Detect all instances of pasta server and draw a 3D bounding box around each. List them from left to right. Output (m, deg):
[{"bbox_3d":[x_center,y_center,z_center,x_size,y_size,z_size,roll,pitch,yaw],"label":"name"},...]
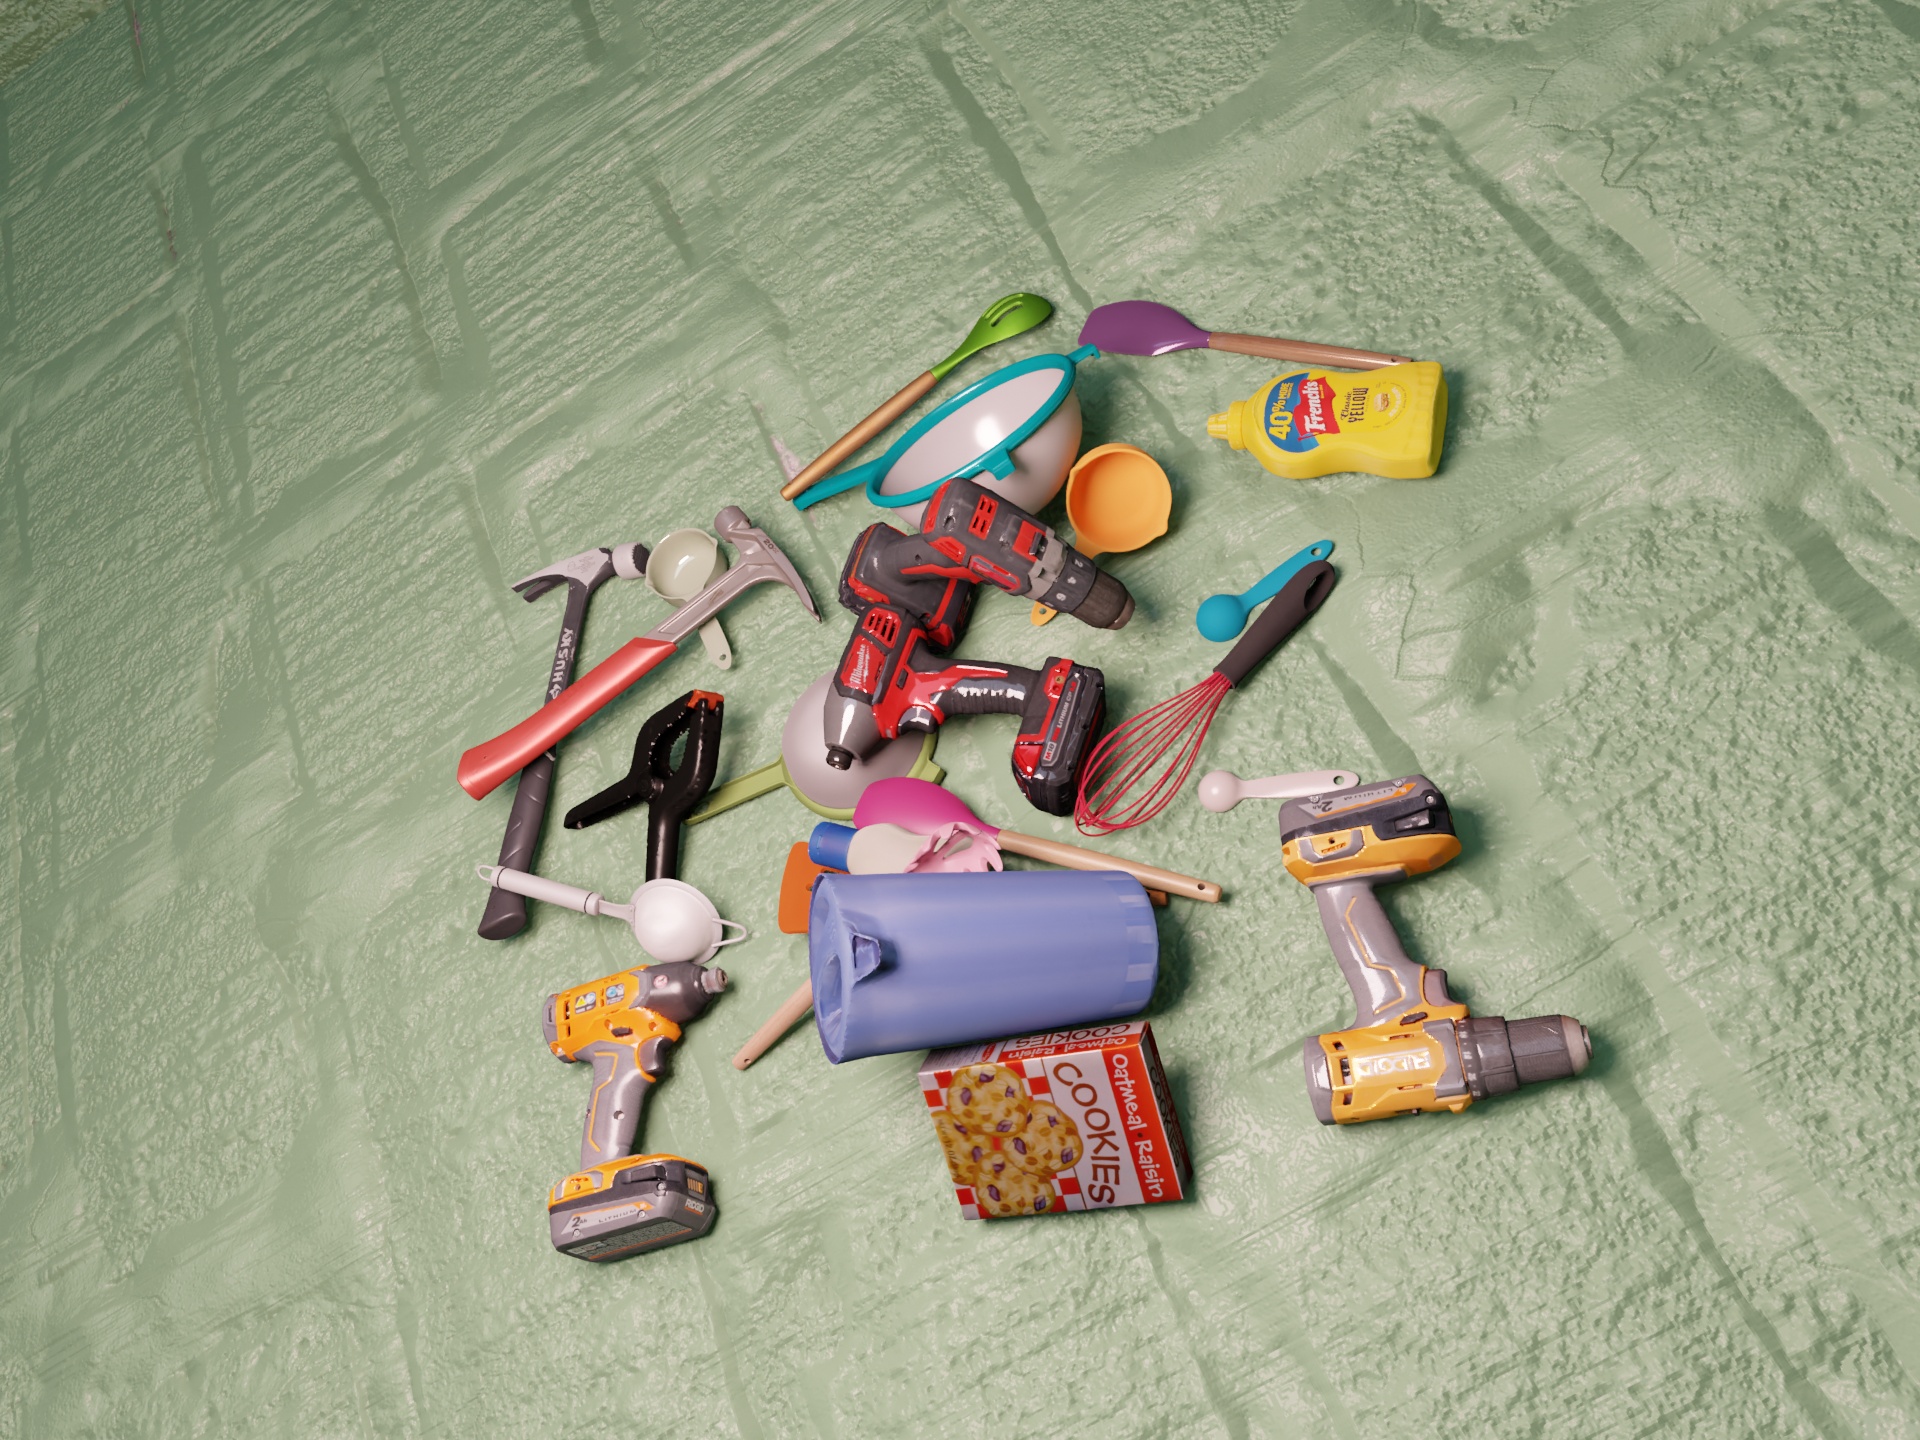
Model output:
[{"bbox_3d":[-0.082,0.182,1.242,0.316,0.060,0.040,-46,26,22],"label":"pasta server"}]

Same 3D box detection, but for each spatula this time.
[{"bbox_3d":[0.007,0.139,1.273,0.322,0.041,0.081,-2,64,23],"label":"spatula"},{"bbox_3d":[0.246,-0.335,1.404,0.316,0.018,0.060,17,73,31],"label":"spatula"}]

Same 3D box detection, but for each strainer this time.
[{"bbox_3d":[-0.309,0.163,1.371,0.258,0.050,0.086,13,116,18],"label":"strainer"},{"bbox_3d":[-0.147,0.026,1.382,0.256,0.069,0.152,-24,58,11],"label":"strainer"},{"bbox_3d":[-0.017,-0.211,1.430,0.340,0.095,0.211,-12,33,43],"label":"strainer"}]

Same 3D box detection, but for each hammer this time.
[{"bbox_3d":[-0.397,0.013,1.510,0.149,0.036,0.409,-8,59,24],"label":"hammer"},{"bbox_3d":[-0.304,-0.042,1.459,0.359,0.036,0.149,-38,66,-4],"label":"hammer"}]

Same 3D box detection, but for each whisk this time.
[{"bbox_3d":[0.194,-0.019,1.253,0.296,0.073,0.073,-46,56,-8],"label":"whisk"}]

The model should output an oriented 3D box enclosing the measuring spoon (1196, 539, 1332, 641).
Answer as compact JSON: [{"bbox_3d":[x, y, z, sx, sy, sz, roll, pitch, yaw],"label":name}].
[{"bbox_3d":[0.246,-0.112,1.293,0.128,0.021,0.042,-35,57,7],"label":"measuring spoon"}]

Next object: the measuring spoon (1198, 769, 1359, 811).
[{"bbox_3d":[0.242,0.048,1.220,0.124,0.018,0.034,-6,64,22],"label":"measuring spoon"}]

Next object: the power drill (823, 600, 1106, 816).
[{"bbox_3d":[-0.002,-0.004,1.287,0.220,0.078,0.143,16,70,13],"label":"power drill"}]

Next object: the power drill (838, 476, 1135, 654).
[{"bbox_3d":[0.018,-0.115,1.306,0.227,0.187,0.080,-13,54,61],"label":"power drill"}]

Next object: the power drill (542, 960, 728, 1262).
[{"bbox_3d":[-0.258,0.306,1.294,0.164,0.084,0.227,-20,55,15],"label":"power drill"}]

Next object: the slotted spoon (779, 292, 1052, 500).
[{"bbox_3d":[-0.045,-0.309,1.504,0.314,0.031,0.070,-39,37,-1],"label":"slotted spoon"}]

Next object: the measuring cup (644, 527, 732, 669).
[{"bbox_3d":[-0.243,-0.109,1.515,0.083,0.038,0.168,-31,63,7],"label":"measuring cup"}]

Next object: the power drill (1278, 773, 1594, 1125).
[{"bbox_3d":[0.319,0.156,1.097,0.185,0.084,0.226,-13,66,19],"label":"power drill"}]

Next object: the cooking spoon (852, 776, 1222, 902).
[{"bbox_3d":[0.054,0.099,1.259,0.319,0.017,0.069,13,65,25],"label":"cooking spoon"}]

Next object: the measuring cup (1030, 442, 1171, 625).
[{"bbox_3d":[0.110,-0.158,1.361,0.173,0.095,0.052,-56,9,19],"label":"measuring cup"}]
